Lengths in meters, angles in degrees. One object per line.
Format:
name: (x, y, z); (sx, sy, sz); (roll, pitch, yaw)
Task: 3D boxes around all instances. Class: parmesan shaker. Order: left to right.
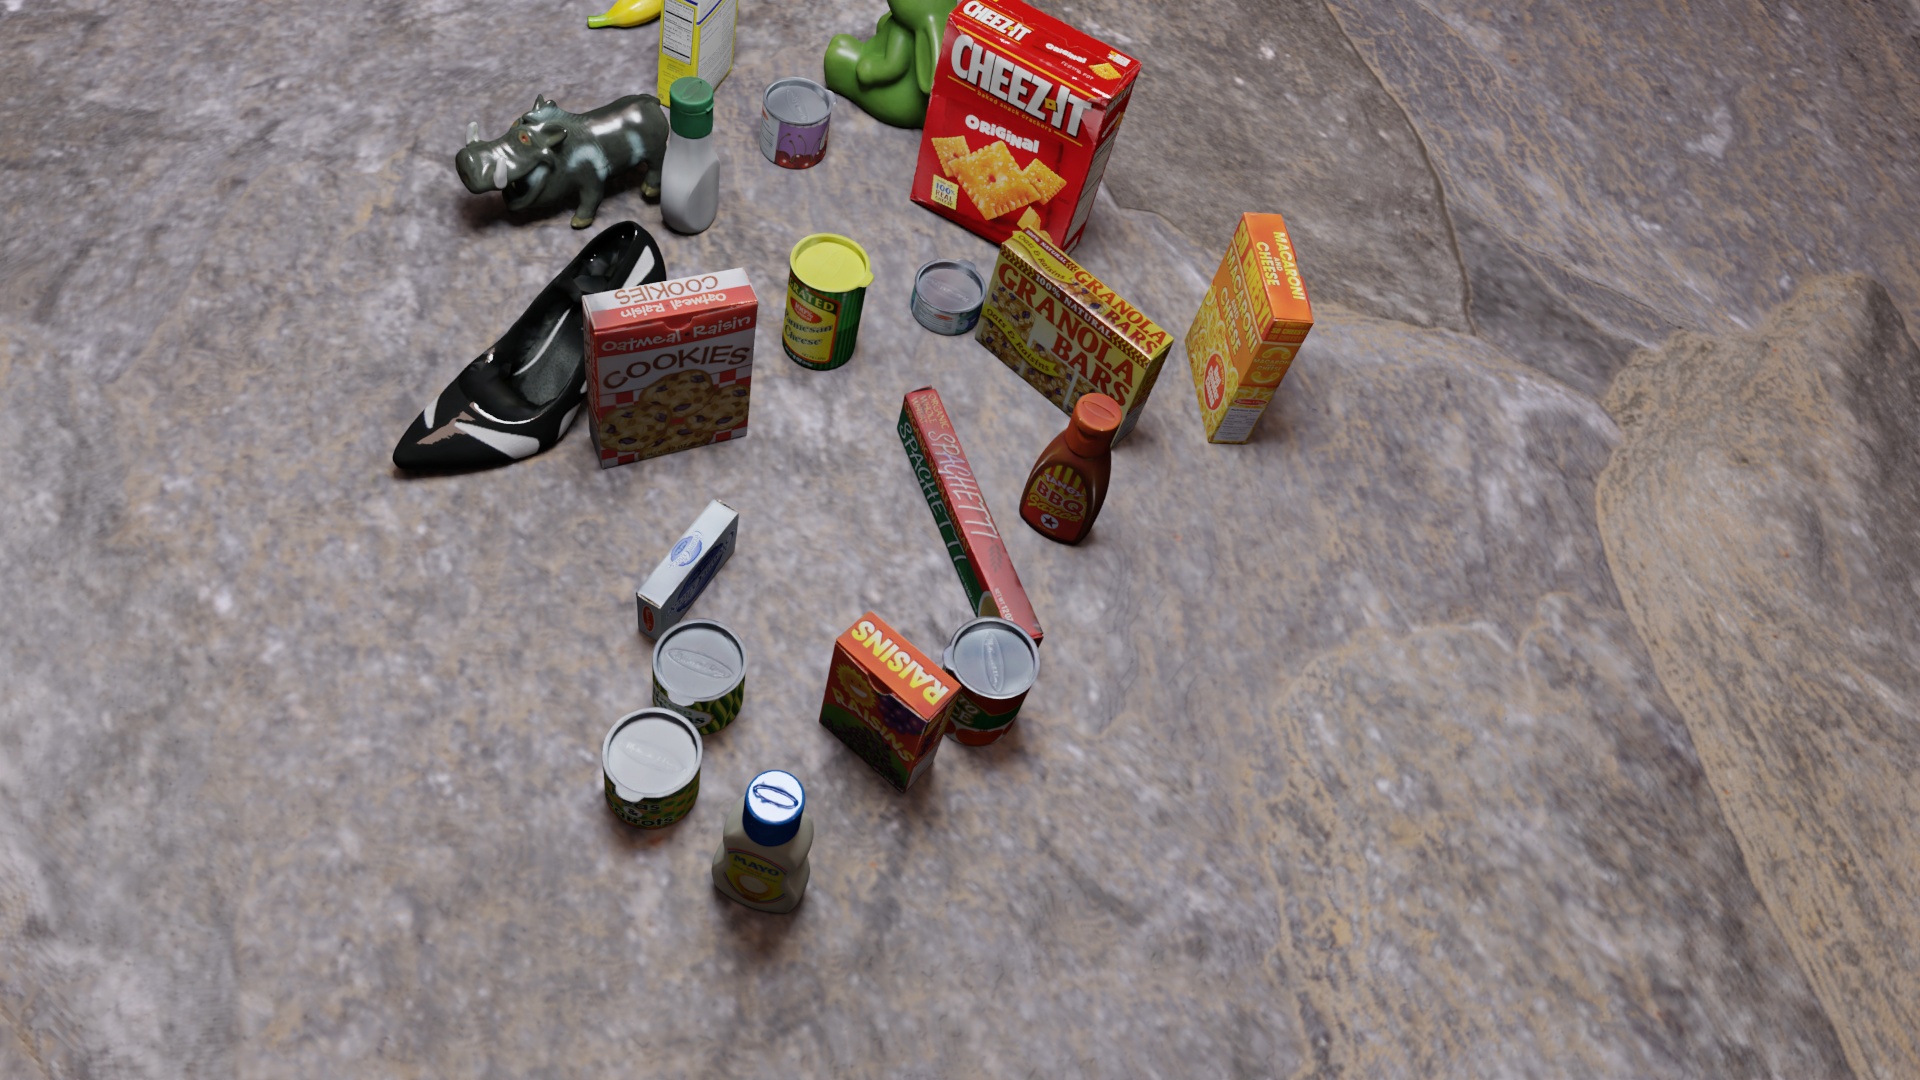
parmesan shaker: (-0.114, -0.200, 1.183); (0.071, 0.102, 0.071); (6, 56, -9)

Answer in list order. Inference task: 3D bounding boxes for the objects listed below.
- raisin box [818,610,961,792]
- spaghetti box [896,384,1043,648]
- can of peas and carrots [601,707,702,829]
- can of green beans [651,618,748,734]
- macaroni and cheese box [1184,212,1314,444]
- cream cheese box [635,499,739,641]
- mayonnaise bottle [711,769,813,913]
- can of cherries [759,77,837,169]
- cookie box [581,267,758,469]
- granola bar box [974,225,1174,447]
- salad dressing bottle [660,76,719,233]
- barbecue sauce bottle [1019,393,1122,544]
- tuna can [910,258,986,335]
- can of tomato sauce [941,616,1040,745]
raisin box: (-0.052, 0.115, 0.973); (0.086, 0.122, 0.040); (40, 58, 14)
spaghetti box: (0.004, -0.014, 1.116); (0.029, 0.050, 0.251); (-12, 60, -20)
can of peas and carrots: (-0.211, 0.158, 0.947); (0.071, 0.058, 0.071); (6, 56, -9)
can of green beans: (-0.187, 0.098, 0.994); (0.071, 0.057, 0.071); (6, 56, -9)
macaroni and cheese box: (0.249, -0.183, 1.214); (0.040, 0.165, 0.124); (1, 57, -12)
cream cheese box: (-0.205, 0.022, 1.043); (0.024, 0.053, 0.104); (29, 55, 7)
mayonnaise bottle: (-0.124, 0.193, 0.889); (0.065, 0.147, 0.041); (21, 55, 2)
can of cherries: (-0.156, -0.400, 1.335); (0.071, 0.058, 0.072); (6, 56, -9)
cookie box: (-0.224, -0.130, 1.072); (0.123, 0.166, 0.040); (-15, 62, -21)
granola bar box: (0.095, -0.175, 1.199); (0.166, 0.123, 0.039); (41, 58, 15)
salad dressing bottle: (-0.237, -0.337, 1.220); (0.044, 0.146, 0.064); (27, 55, 6)
barbecue sauce bottle: (0.092, -0.058, 1.105); (0.065, 0.147, 0.044); (30, 56, 8)
tuna can: (-0.010, -0.223, 1.264); (0.071, 0.032, 0.071); (6, 56, -9)
can of tomato sauce: (0.015, 0.105, 1.019); (0.071, 0.082, 0.071); (6, 56, -9)
